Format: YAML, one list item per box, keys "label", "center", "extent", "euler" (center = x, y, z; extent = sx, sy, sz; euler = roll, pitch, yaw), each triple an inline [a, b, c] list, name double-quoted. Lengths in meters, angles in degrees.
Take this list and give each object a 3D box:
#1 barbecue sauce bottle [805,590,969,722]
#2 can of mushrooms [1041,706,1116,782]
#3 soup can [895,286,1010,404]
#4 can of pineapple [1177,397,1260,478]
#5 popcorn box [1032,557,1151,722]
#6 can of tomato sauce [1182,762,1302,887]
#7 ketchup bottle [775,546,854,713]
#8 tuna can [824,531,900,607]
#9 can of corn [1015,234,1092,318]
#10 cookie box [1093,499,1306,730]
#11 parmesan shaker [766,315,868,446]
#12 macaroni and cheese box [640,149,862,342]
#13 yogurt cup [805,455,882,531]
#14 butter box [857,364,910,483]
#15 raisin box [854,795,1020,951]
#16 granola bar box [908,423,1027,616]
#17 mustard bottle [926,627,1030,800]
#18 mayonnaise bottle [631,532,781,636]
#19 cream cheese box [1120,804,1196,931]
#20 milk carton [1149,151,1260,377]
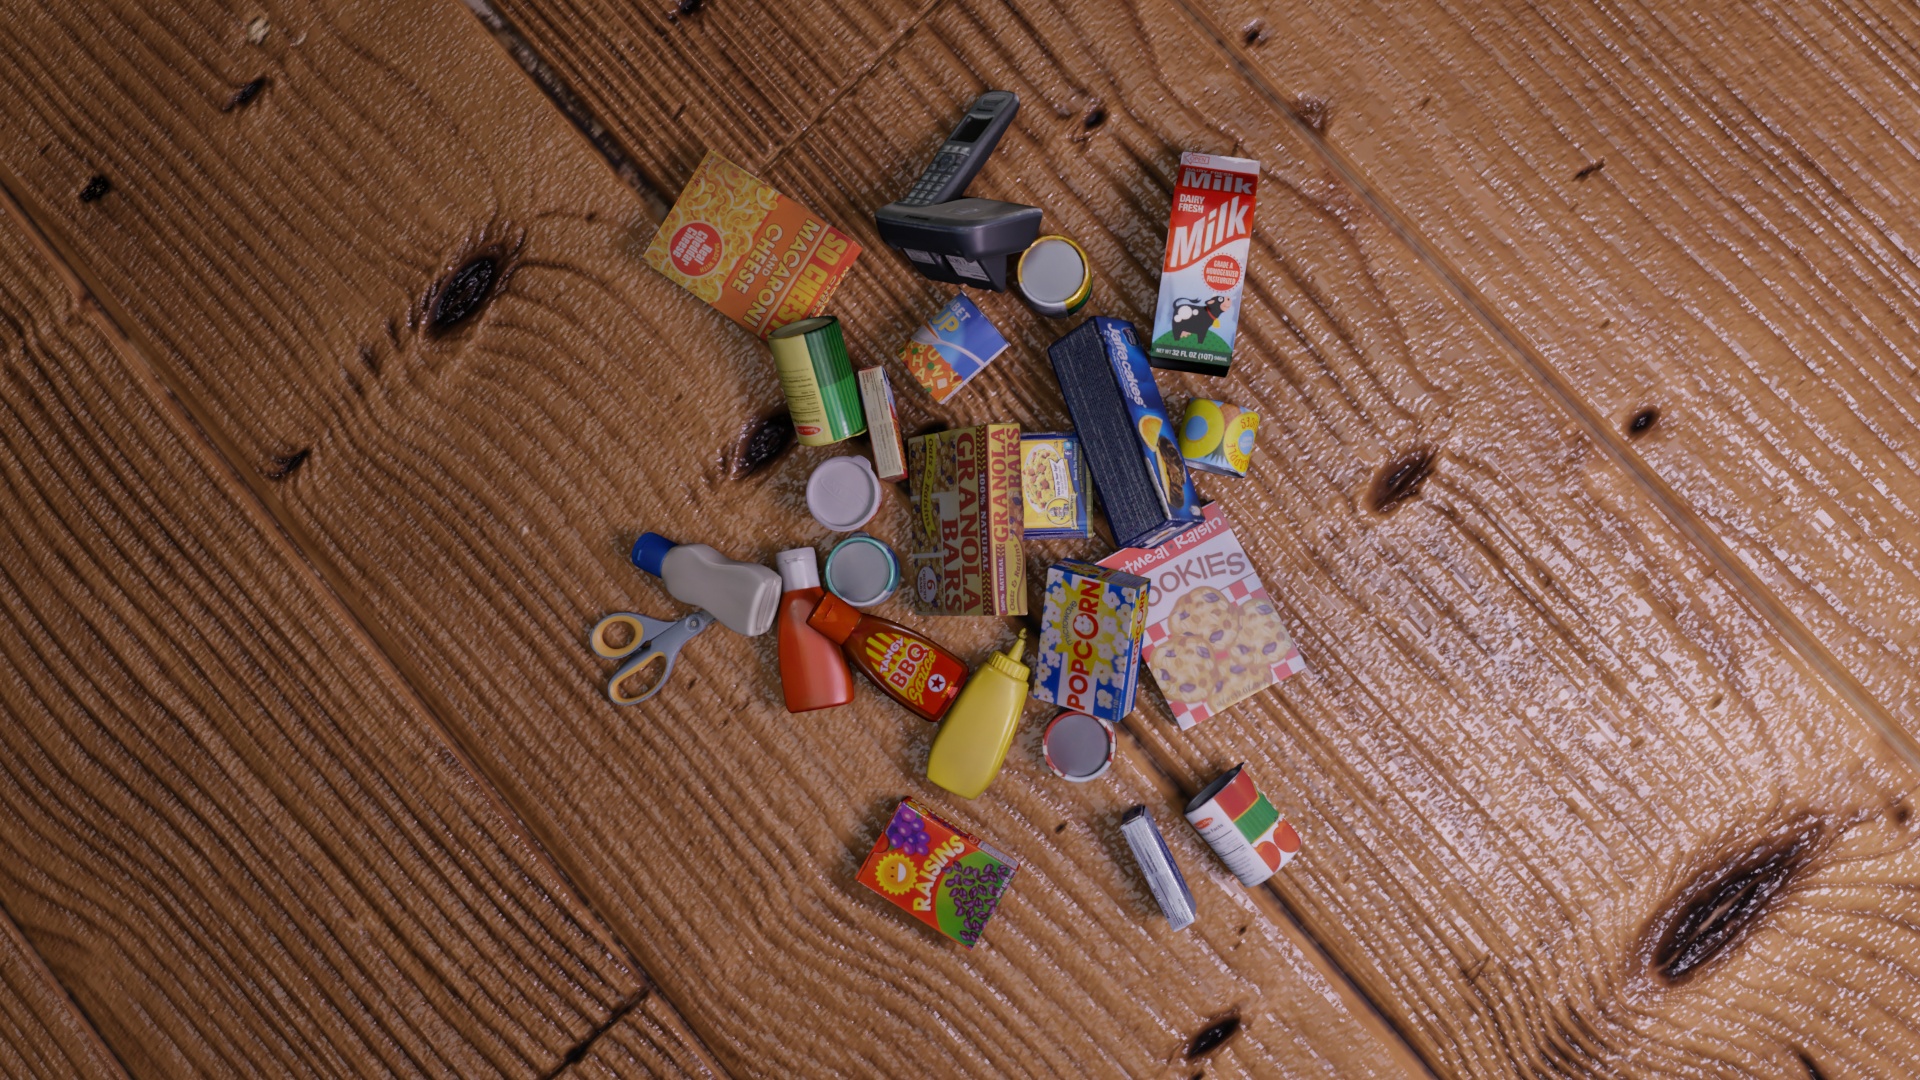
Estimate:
- label: "barbecue sauce bottle"
  center: [-0.068, 0.100, 1.250]
  extent: [0.148, 0.043, 0.065]
  euler: [34, 80, -8]
- label: "can of mushrooms"
  center: [0.106, 0.181, 1.248]
  extent: [0.071, 0.033, 0.071]
  euler: [0, 89, 8]
- label: "soup can"
  center: [-0.009, -0.176, 1.256]
  extent: [0.083, 0.071, 0.071]
  euler: [-41, 84, 5]
- label: "can of pineapple"
  center: [0.226, -0.090, 1.221]
  extent: [0.071, 0.071, 0.058]
  euler: [15, 90, 8]
- label: "popcorn box"
  center: [0.115, 0.087, 1.220]
  extent: [0.085, 0.038, 0.126]
  euler: [14, 108, 27]
- label: "can of tomato sauce"
  center: [0.247, 0.248, 1.211]
  extent: [0.071, 0.071, 0.083]
  euler: [-40, 84, 5]
- label: "ketchup bottle"
  center: [-0.140, 0.082, 1.279]
  extent: [0.065, 0.043, 0.149]
  euler: [-10, 87, 5]
- label: "tuna can"
  center: [-0.091, 0.026, 1.279]
  extent: [0.071, 0.033, 0.071]
  euler: [0, 89, 8]
- label: "can of corn"
  center: [0.086, -0.240, 1.250]
  extent: [0.071, 0.058, 0.071]
  euler: [0, 89, 8]
- label: "cookie box"
  center: [0.211, 0.065, 1.234]
  extent: [0.123, 0.040, 0.167]
  euler: [-28, 86, 7]
- label: "parmesan shaker"
  center: [-0.126, -0.145, 1.253]
  extent: [0.071, 0.071, 0.102]
  euler: [-11, 111, 8]
- label: "macaroni and cheese box"
  center: [-0.194, -0.268, 1.299]
  extent: [0.166, 0.040, 0.123]
  euler: [33, 94, 8]
- label: "yogurt cup"
  center: [-0.103, -0.042, 1.272]
  extent: [0.072, 0.054, 0.072]
  euler: [0, 89, 8]
- label: "butter box"
  center: [-0.070, -0.105, 1.270]
  extent: [0.024, 0.053, 0.103]
  euler: [-12, 88, 5]
- label: "raisin box"
  center: [-0.020, 0.301, 1.259]
  extent: [0.123, 0.040, 0.086]
  euler: [30, 94, 8]
- label: "granola bar box"
  center: [0.004, -0.015, 1.227]
  extent: [0.039, 0.124, 0.165]
  euler: [-1, 88, -36]
- label: "mustard bottle"
  center: [0.026, 0.152, 1.252]
  extent: [0.065, 0.049, 0.160]
  euler: [27, 92, 6]
- label: "mayonnaise bottle"
  center: [-0.236, 0.034, 1.278]
  extent: [0.148, 0.041, 0.064]
  euler: [23, 105, 24]
- label: "cream cheese box"
  center: [0.175, 0.288, 1.225]
  extent: [0.024, 0.053, 0.104]
  euler: [-28, 85, 8]
- label: "milk carton"
  center: [0.216, -0.246, 1.225]
  extent: [0.072, 0.073, 0.190]
  euler: [9, 89, 8]
